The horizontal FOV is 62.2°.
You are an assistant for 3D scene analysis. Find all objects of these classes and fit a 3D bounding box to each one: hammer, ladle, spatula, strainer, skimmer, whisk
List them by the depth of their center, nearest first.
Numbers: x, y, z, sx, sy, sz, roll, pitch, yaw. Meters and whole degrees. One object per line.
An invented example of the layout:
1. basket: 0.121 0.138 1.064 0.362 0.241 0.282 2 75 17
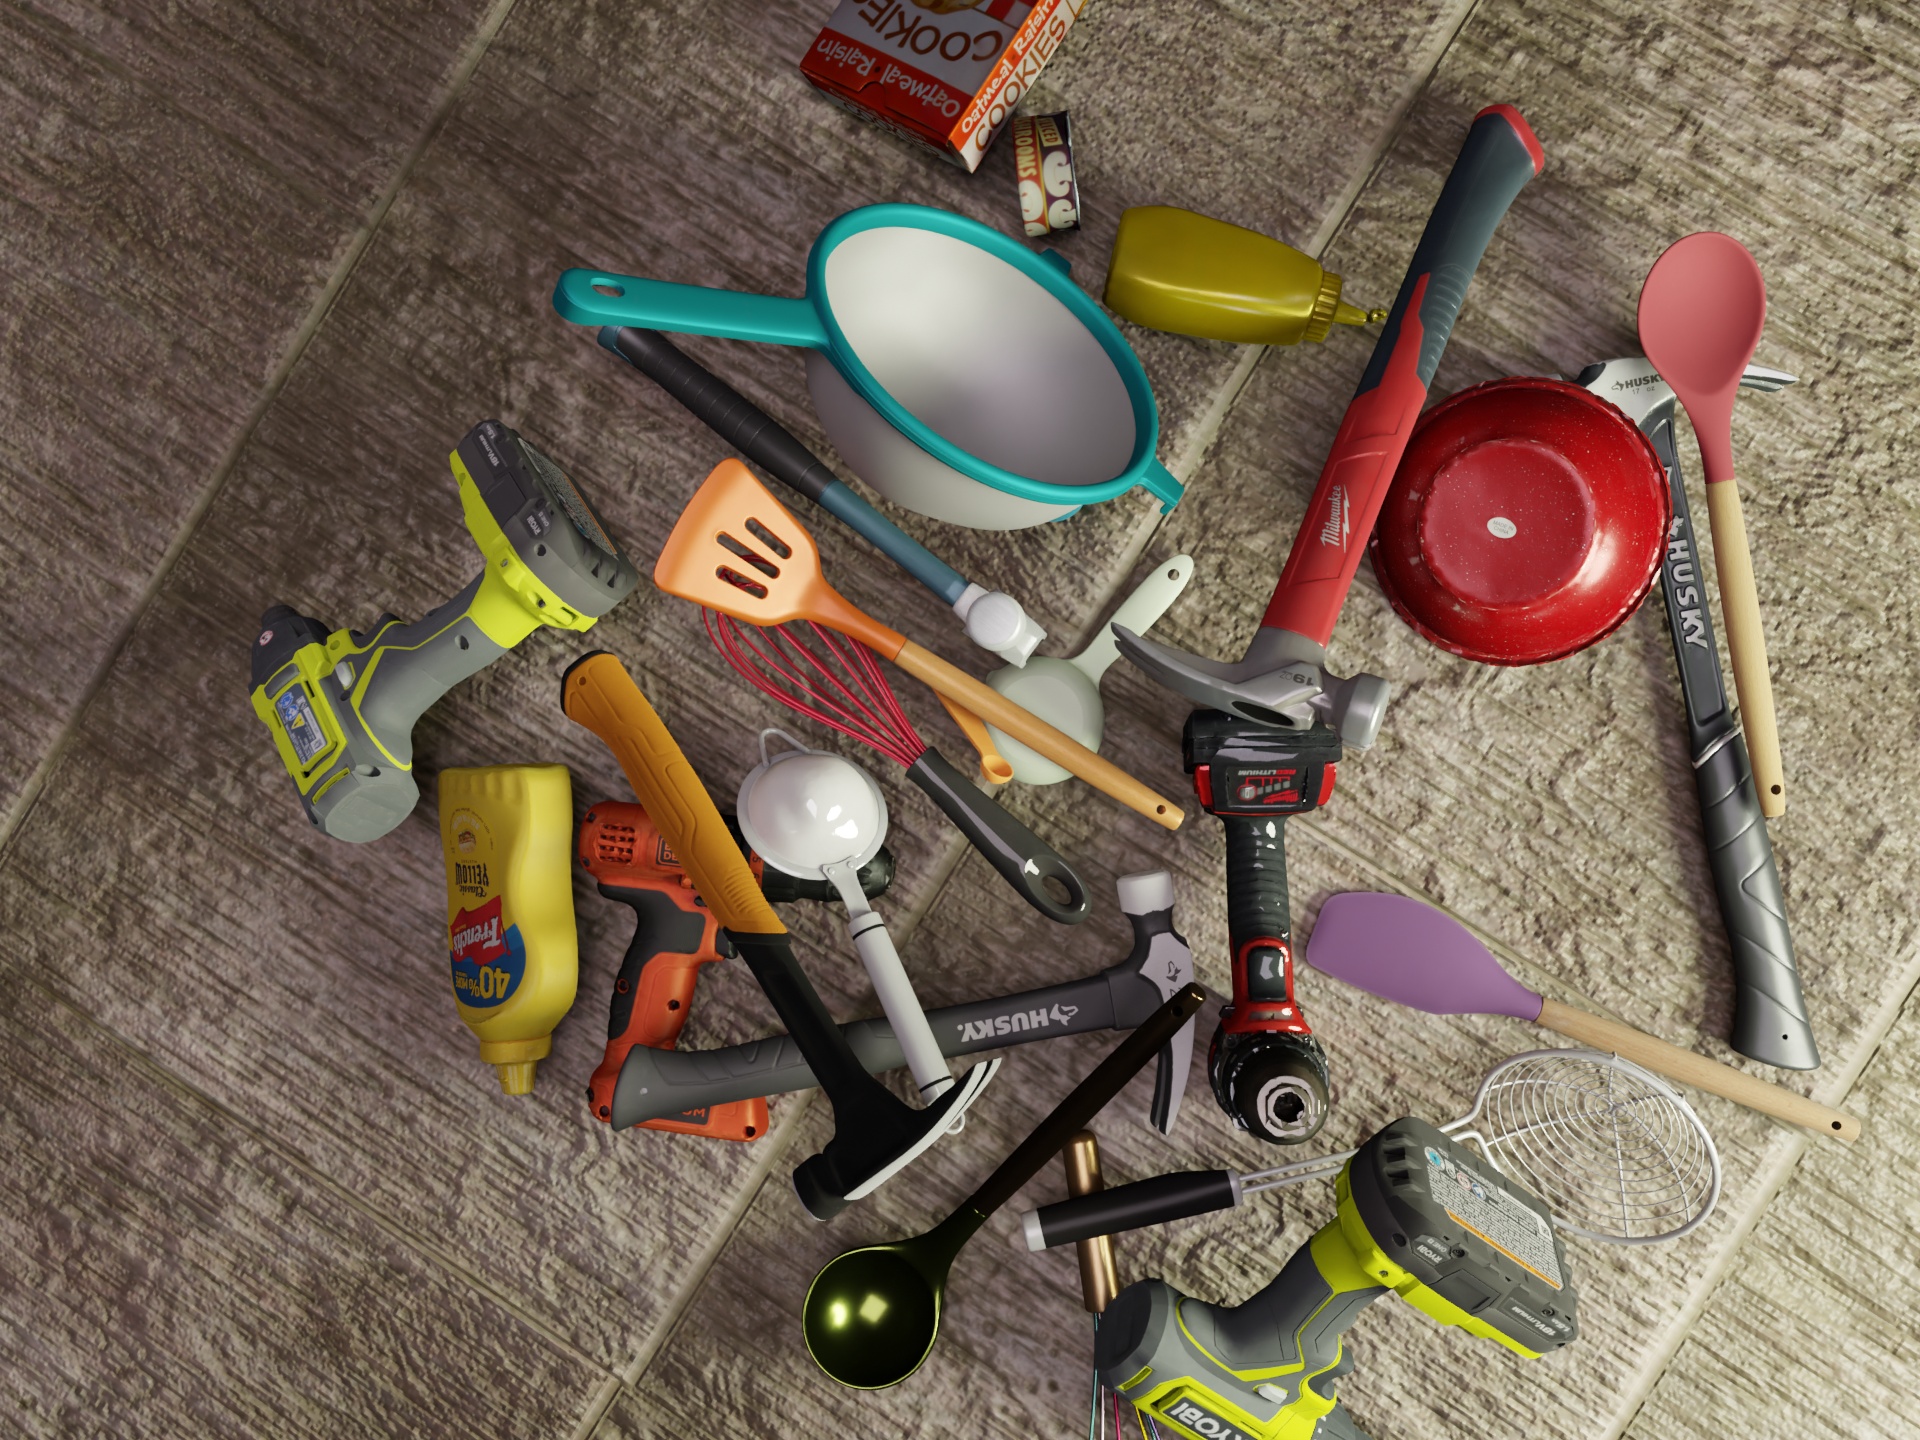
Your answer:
1. strainer: -0.056 -0.174 0.830 0.340 0.095 0.211 -1 57 -34
2. hammer: 0.215 -0.176 0.854 0.143 0.038 0.386 20 73 18
3. hammer: -0.117 0.092 0.858 0.127 0.034 0.337 -41 71 15
4. ladle: 0.417 -0.104 0.861 0.069 0.031 0.315 -9 91 3
5. skimmer: 0.215 0.259 0.865 0.363 0.090 0.127 -13 113 0
6. ladle: 0.023 0.254 0.868 0.078 0.062 0.320 44 112 10
7. strainer: -0.053 0.105 0.873 0.087 0.050 0.259 -17 70 -25
8. spatula: -0.012 -0.026 0.874 0.322 0.041 0.081 31 85 -6
9. hammer: 0.423 -0.006 0.890 0.149 0.036 0.409 -12 89 4
10. hammer: -0.029 0.185 0.894 0.334 0.035 0.146 -10 89 -8
11. spatula: 0.353 0.171 0.902 0.316 0.018 0.060 22 93 6
12. whisk: -0.037 0.009 0.905 0.296 0.073 0.073 43 93 9
13. hammer: -0.084 -0.137 0.906 0.331 0.128 0.033 39 93 13
14. whisk: 0.083 0.360 0.915 0.051 0.047 0.245 -8 84 -7

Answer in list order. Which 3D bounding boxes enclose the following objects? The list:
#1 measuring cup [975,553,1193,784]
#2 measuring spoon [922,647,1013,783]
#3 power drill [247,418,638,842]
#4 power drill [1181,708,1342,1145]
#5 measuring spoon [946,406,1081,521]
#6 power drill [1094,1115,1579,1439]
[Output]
1. measuring cup: 0.076 -0.033 0.918 0.083 0.038 0.167 43 95 4
2. measuring spoon: -0.001 -0.003 0.909 0.011 0.021 0.117 -61 43 29
3. power drill: -0.312 -0.060 0.923 0.223 0.080 0.171 -40 59 5
4. power drill: 0.161 0.108 0.839 0.080 0.188 0.227 -1 85 6
5. measuring spoon: 0.017 -0.160 0.933 0.128 0.021 0.042 30 92 4
6. power drill: 0.210 0.329 0.845 0.190 0.080 0.228 35 119 -12
